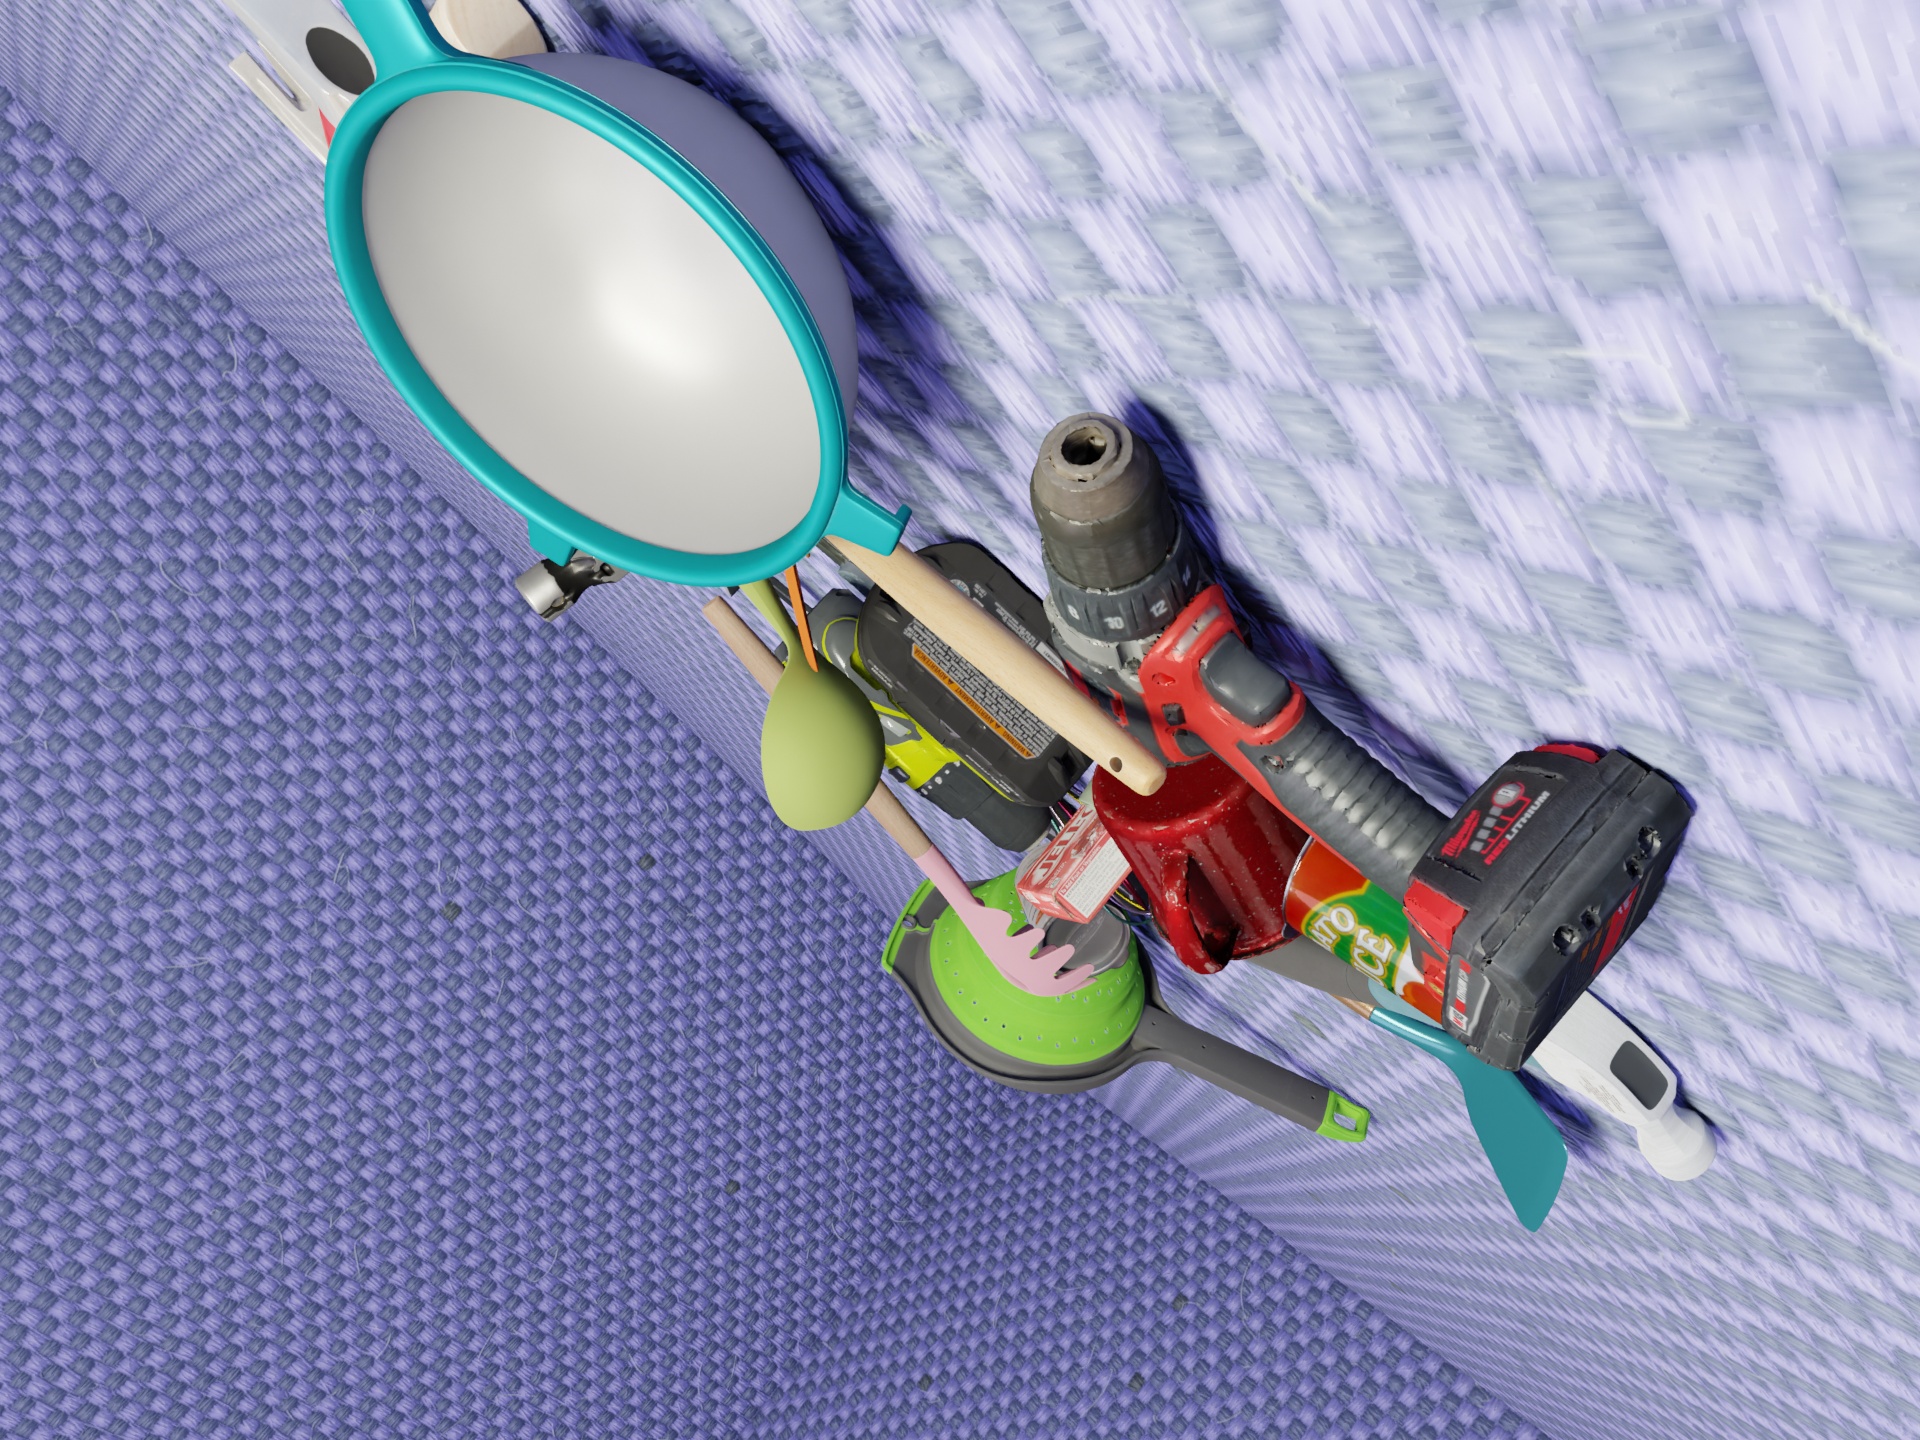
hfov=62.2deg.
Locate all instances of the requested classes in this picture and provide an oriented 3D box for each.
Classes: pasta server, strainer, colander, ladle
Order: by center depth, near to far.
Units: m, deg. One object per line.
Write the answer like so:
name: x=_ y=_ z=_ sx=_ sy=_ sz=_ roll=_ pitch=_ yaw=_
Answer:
strainer: x=-0.140 y=-0.203 z=0.545 sx=0.211 sy=0.095 sz=0.340 roll=3 pitch=134 yaw=36
ladle: x=-0.125 y=-0.083 z=0.802 sx=0.320 sy=0.062 sz=0.078 roll=58 pitch=-168 yaw=26
pasta server: x=-0.033 y=0.048 z=0.899 sx=0.316 sy=0.040 sz=0.060 roll=50 pitch=168 yaw=-16
colander: x=0.141 y=0.210 z=1.219 sx=0.397 sy=0.205 sz=0.094 roll=24 pitch=132 yaw=5

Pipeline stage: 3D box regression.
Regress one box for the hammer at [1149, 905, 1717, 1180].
hammer: x=0.205 y=0.131 z=0.797 sx=0.128 sy=0.033 sz=0.331 roll=47 pitch=164 yaw=-25

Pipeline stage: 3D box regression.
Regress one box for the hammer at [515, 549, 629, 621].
hammer: x=-0.276 y=-0.206 z=1.011 sx=0.335 sy=0.146 sz=0.035 roll=48 pitch=174 yaw=34

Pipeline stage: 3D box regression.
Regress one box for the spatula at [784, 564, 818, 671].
spatula: x=-0.150 y=-0.148 z=0.783 sx=0.323 sy=0.041 sz=0.081 roll=45 pitch=158 yaw=31

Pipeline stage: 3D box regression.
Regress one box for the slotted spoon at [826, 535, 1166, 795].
slotted spoon: x=-0.036 y=-0.067 z=0.627 sx=0.314 sy=0.031 sz=0.070 roll=41 pitch=129 yaw=29

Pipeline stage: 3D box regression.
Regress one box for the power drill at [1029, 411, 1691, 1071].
power drill: x=0.116 y=0.000 z=0.529 sx=0.227 sy=0.080 sz=0.187 roll=39 pitch=169 yaw=28

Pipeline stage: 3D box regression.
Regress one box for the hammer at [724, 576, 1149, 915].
hammer: x=-0.025 y=-0.005 z=1.100 sx=0.409 sy=0.036 sz=0.149 roll=40 pitch=170 yaw=3

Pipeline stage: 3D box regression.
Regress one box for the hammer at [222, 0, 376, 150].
hammer: x=-0.314 y=-0.271 z=0.825 sx=0.143 sy=0.038 sz=0.386 roll=47 pitch=167 yaw=-10

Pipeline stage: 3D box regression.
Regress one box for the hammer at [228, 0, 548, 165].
hammer: x=-0.276 y=-0.304 z=0.771 sx=0.146 sy=0.038 sz=0.411 roll=48 pitch=167 yaw=-26

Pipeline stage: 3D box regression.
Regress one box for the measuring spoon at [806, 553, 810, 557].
measuring spoon: x=-0.124 y=-0.131 z=0.972 sx=0.117 sy=0.011 sz=0.021 roll=40 pitch=180 yaw=35

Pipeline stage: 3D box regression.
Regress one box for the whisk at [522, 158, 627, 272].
whisk: x=-0.120 y=-0.177 z=0.716 sx=0.059 sy=0.058 sz=0.246 roll=0 pitch=154 yaw=25

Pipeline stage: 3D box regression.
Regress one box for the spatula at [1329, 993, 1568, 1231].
spatula: x=0.208 y=0.153 z=0.898 sx=0.318 sy=0.044 sz=0.082 roll=36 pitch=145 yaw=33

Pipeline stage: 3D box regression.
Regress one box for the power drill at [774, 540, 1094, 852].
power drill: x=-0.001 y=-0.003 z=0.855 sx=0.190 sy=0.080 sz=0.228 roll=43 pitch=165 yaw=-7

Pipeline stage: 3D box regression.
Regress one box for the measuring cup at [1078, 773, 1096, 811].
measuring cup: x=0.127 y=0.057 z=0.844 sx=0.083 sy=0.038 sz=0.167 roll=27 pitch=179 yaw=40

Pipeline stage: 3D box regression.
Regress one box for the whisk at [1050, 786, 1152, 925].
whisk: x=0.049 y=0.040 z=1.005 sx=0.245 sy=0.051 sz=0.047 roll=46 pitch=174 yaw=-10
